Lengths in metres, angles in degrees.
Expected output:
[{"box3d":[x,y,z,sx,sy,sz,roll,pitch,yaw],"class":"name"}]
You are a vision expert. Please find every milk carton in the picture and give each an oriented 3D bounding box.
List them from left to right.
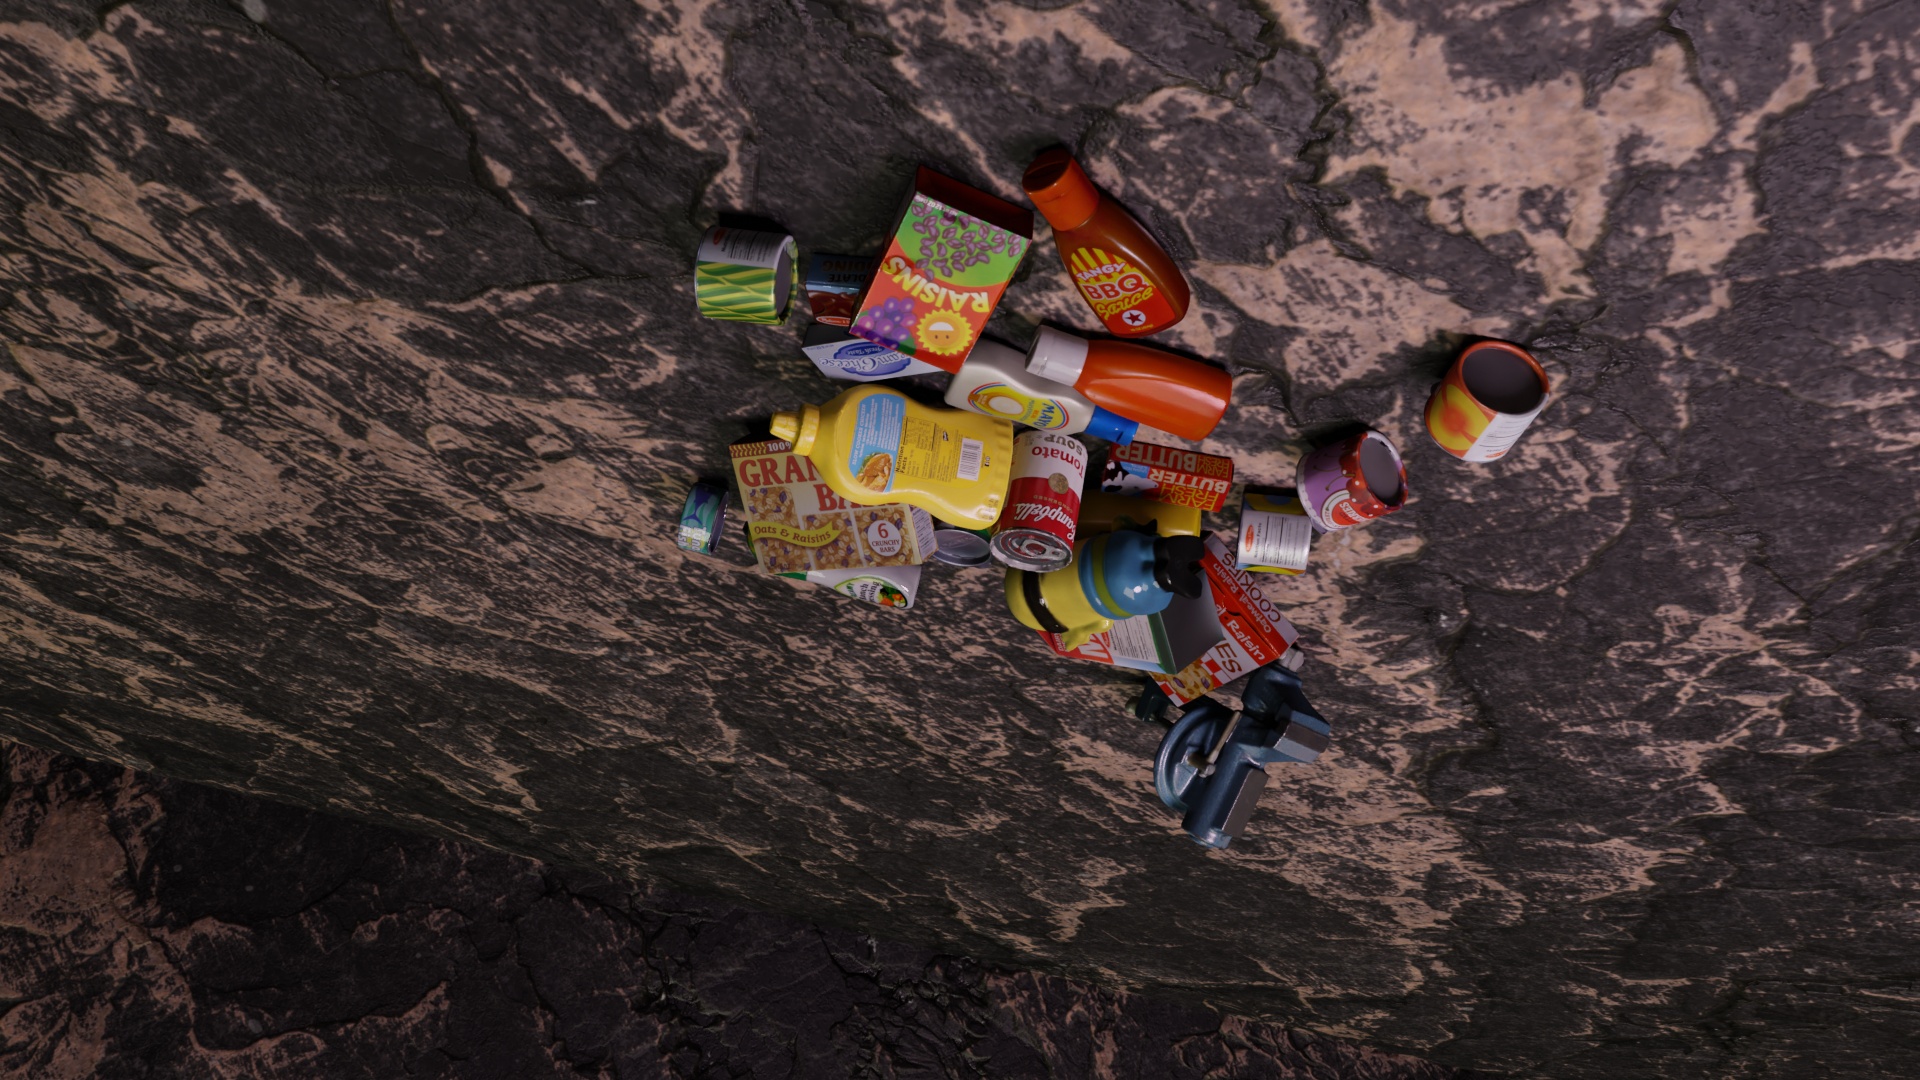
[{"box3d":[0.139,0.064,1.275,0.190,0.073,0.073,5,119,49],"class":"milk carton"}]

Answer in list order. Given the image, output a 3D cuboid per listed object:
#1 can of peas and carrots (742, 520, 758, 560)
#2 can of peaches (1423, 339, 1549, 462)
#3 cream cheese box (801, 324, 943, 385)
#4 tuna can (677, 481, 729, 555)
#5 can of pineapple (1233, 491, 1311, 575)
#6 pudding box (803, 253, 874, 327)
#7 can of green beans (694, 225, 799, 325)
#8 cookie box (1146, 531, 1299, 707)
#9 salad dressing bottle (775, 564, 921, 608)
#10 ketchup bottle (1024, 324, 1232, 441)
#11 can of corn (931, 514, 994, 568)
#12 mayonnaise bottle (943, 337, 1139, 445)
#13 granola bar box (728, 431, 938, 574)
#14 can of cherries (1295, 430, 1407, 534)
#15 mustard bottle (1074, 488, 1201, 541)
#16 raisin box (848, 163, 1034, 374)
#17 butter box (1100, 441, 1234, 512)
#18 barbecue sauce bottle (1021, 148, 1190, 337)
[{"box3d":[-0.169,-0.015,1.310,0.071,0.071,0.058,15,150,-6],"class":"can of peas and carrots"},{"box3d":[0.362,-0.098,0.962,0.071,0.071,0.057,12,151,0],"class":"can of peaches"},{"box3d":[-0.065,-0.149,1.073,0.103,0.024,0.053,-5,149,28],"class":"cream cheese box"},{"box3d":[-0.246,-0.019,1.326,0.033,0.071,0.070,14,151,-2],"class":"tuna can"},{"box3d":[0.262,-0.006,1.165,0.058,0.071,0.070,6,151,10],"class":"can of pineapple"},{"box3d":[-0.068,-0.180,1.013,0.084,0.030,0.049,6,152,10],"class":"pudding box"},{"box3d":[-0.151,-0.189,0.991,0.058,0.071,0.071,8,151,7],"class":"can of green beans"},{"box3d":[0.218,0.078,1.296,0.123,0.040,0.166,50,146,1],"class":"cookie box"},{"box3d":[-0.115,0.031,1.395,0.148,0.044,0.064,12,150,0],"class":"salad dressing bottle"},{"box3d":[0.123,-0.120,1.033,0.149,0.044,0.064,17,147,-9],"class":"ketchup bottle"},{"box3d":[0.004,-0.016,1.251,0.071,0.058,0.071,9,151,5],"class":"can of corn"},{"box3d":[0.065,-0.111,1.073,0.148,0.041,0.064,17,149,-7],"class":"mayonnaise bottle"},{"box3d":[-0.110,-0.038,1.206,0.165,0.039,0.124,-4,107,27],"class":"granola bar box"},{"box3d":[0.303,-0.043,1.074,0.071,0.072,0.058,31,146,-30],"class":"can of cherries"},{"box3d":[0.128,-0.016,1.212,0.160,0.049,0.065,4,151,14],"class":"mustard bottle"},{"box3d":[-0.015,-0.182,0.943,0.086,0.040,0.122,19,131,-15],"class":"raisin box"},{"box3d":[0.171,-0.054,1.155,0.103,0.024,0.053,10,152,3],"class":"butter box"},{"box3d":[0.093,-0.194,0.912,0.065,0.044,0.148,-9,145,34],"class":"barbecue sauce bottle"}]
